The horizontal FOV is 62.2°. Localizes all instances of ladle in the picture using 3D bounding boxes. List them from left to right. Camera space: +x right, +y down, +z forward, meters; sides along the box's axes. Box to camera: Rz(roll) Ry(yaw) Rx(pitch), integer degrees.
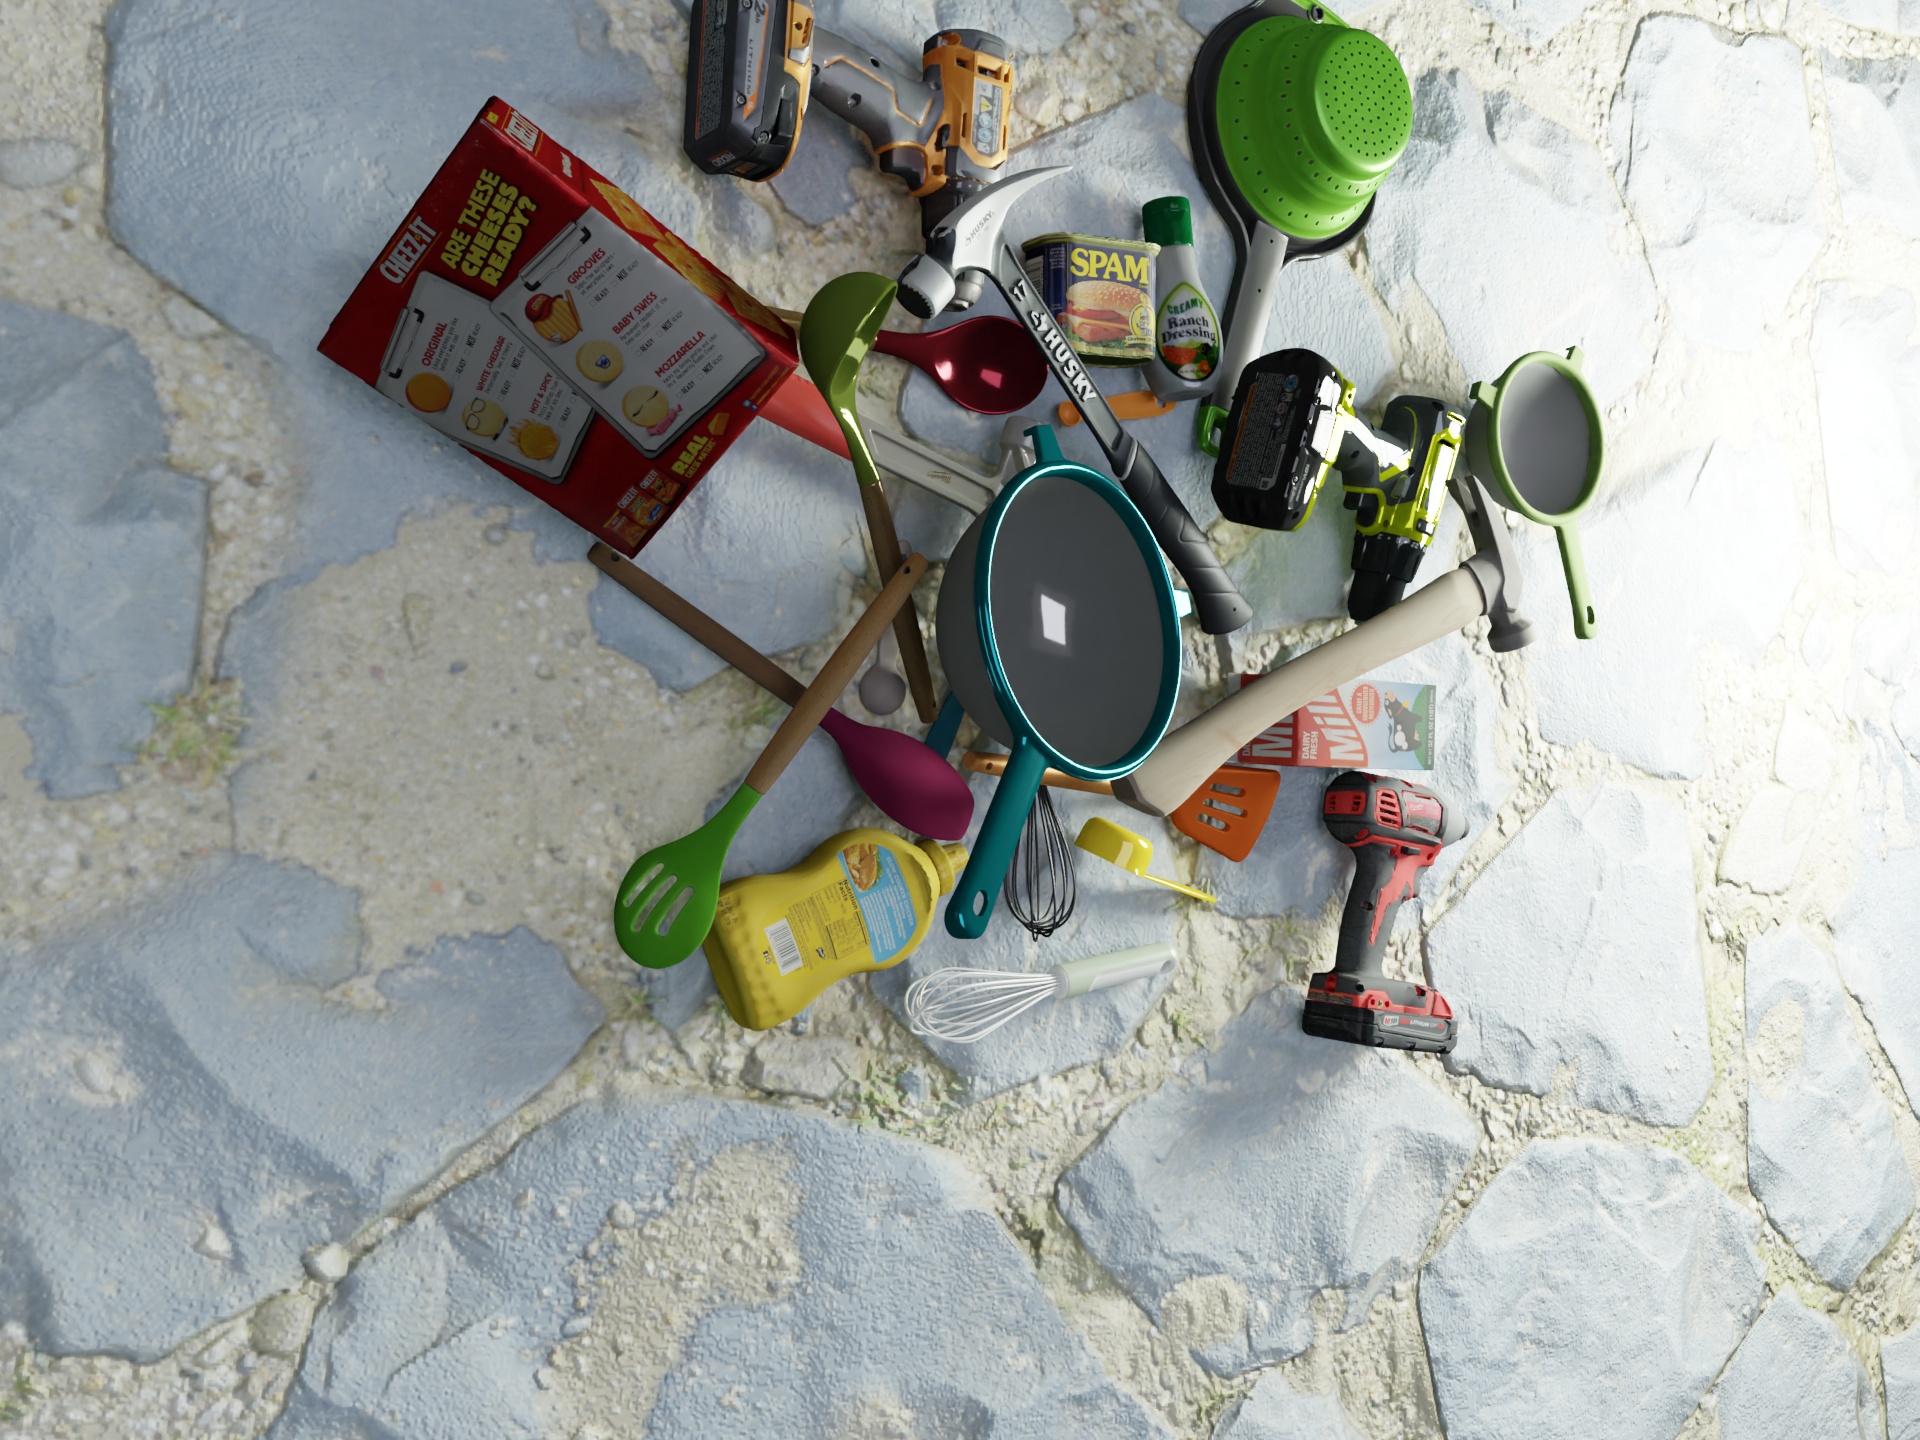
[{"bbox_3d":[-0.083,-0.259,1.069,0.315,0.031,0.069,4,112,-28],"label":"ladle"},{"bbox_3d":[-0.042,-0.131,1.023,0.078,0.062,0.319,-60,145,-49],"label":"ladle"}]

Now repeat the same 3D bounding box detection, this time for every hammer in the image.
[{"bbox_3d":[-0.103,-0.194,1.039,0.358,0.037,0.149,22,82,-30],"label":"hammer"},{"bbox_3d":[0.110,-0.205,1.134,0.149,0.036,0.408,-52,127,-16],"label":"hammer"},{"bbox_3d":[0.273,-0.049,1.195,0.410,0.038,0.146,-27,101,-25],"label":"hammer"}]

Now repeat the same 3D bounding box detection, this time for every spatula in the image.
[{"bbox_3d":[0.120,0.050,1.157,0.322,0.041,0.081,11,106,-46],"label":"spatula"}]

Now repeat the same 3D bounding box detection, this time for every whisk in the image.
[{"bbox_3d":[0.051,0.039,1.143,0.055,0.055,0.239,-3,88,-31],"label":"whisk"},{"bbox_3d":[0.065,0.192,1.153,0.246,0.059,0.057,-6,132,-35],"label":"whisk"}]

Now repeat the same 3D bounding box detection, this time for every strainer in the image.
[{"bbox_3d":[0.030,-0.009,1.029,0.210,0.095,0.341,44,54,-34],"label":"strainer"},{"bbox_3d":[0.504,-0.192,1.398,0.151,0.069,0.256,-24,103,-31],"label":"strainer"}]

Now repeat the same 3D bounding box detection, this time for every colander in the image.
[{"bbox_3d":[0.264,-0.395,1.236,0.204,0.094,0.397,20,80,-30],"label":"colander"}]

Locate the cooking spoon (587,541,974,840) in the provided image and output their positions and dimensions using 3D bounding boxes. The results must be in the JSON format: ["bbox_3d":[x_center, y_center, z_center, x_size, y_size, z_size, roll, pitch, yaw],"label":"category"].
[{"bbox_3d":[-0.111,-0.018,1.048,0.318,0.017,0.069,36,50,-21],"label":"cooking spoon"}]

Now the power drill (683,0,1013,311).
[{"bbox_3d":[-0.065,-0.380,1.052,0.226,0.084,0.185,3,91,-35],"label":"power drill"}]

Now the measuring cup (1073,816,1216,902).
[{"bbox_3d":[0.149,0.107,1.201,0.156,0.062,0.029,24,90,-40],"label":"measuring cup"}]

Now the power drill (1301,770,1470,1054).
[{"bbox_3d":[0.359,0.158,1.314,0.143,0.078,0.220,12,82,-31],"label":"power drill"}]

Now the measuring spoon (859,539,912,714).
[{"bbox_3d":[-0.045,-0.065,1.099,0.034,0.018,0.124,11,84,-30],"label":"measuring spoon"}]

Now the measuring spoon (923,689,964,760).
[{"bbox_3d":[-0.002,-0.004,1.123,0.042,0.021,0.129,30,76,-28],"label":"measuring spoon"}]

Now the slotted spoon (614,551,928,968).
[{"bbox_3d":[-0.117,0.021,1.002,0.314,0.070,0.031,-54,159,-6],"label":"slotted spoon"}]

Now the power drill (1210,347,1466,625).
[{"bbox_3d":[0.303,-0.182,1.259,0.228,0.080,0.190,13,94,-42],"label":"power drill"}]

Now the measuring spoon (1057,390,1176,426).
[{"bbox_3d":[0.118,-0.235,1.202,0.117,0.011,0.021,-14,87,-34],"label":"measuring spoon"}]
